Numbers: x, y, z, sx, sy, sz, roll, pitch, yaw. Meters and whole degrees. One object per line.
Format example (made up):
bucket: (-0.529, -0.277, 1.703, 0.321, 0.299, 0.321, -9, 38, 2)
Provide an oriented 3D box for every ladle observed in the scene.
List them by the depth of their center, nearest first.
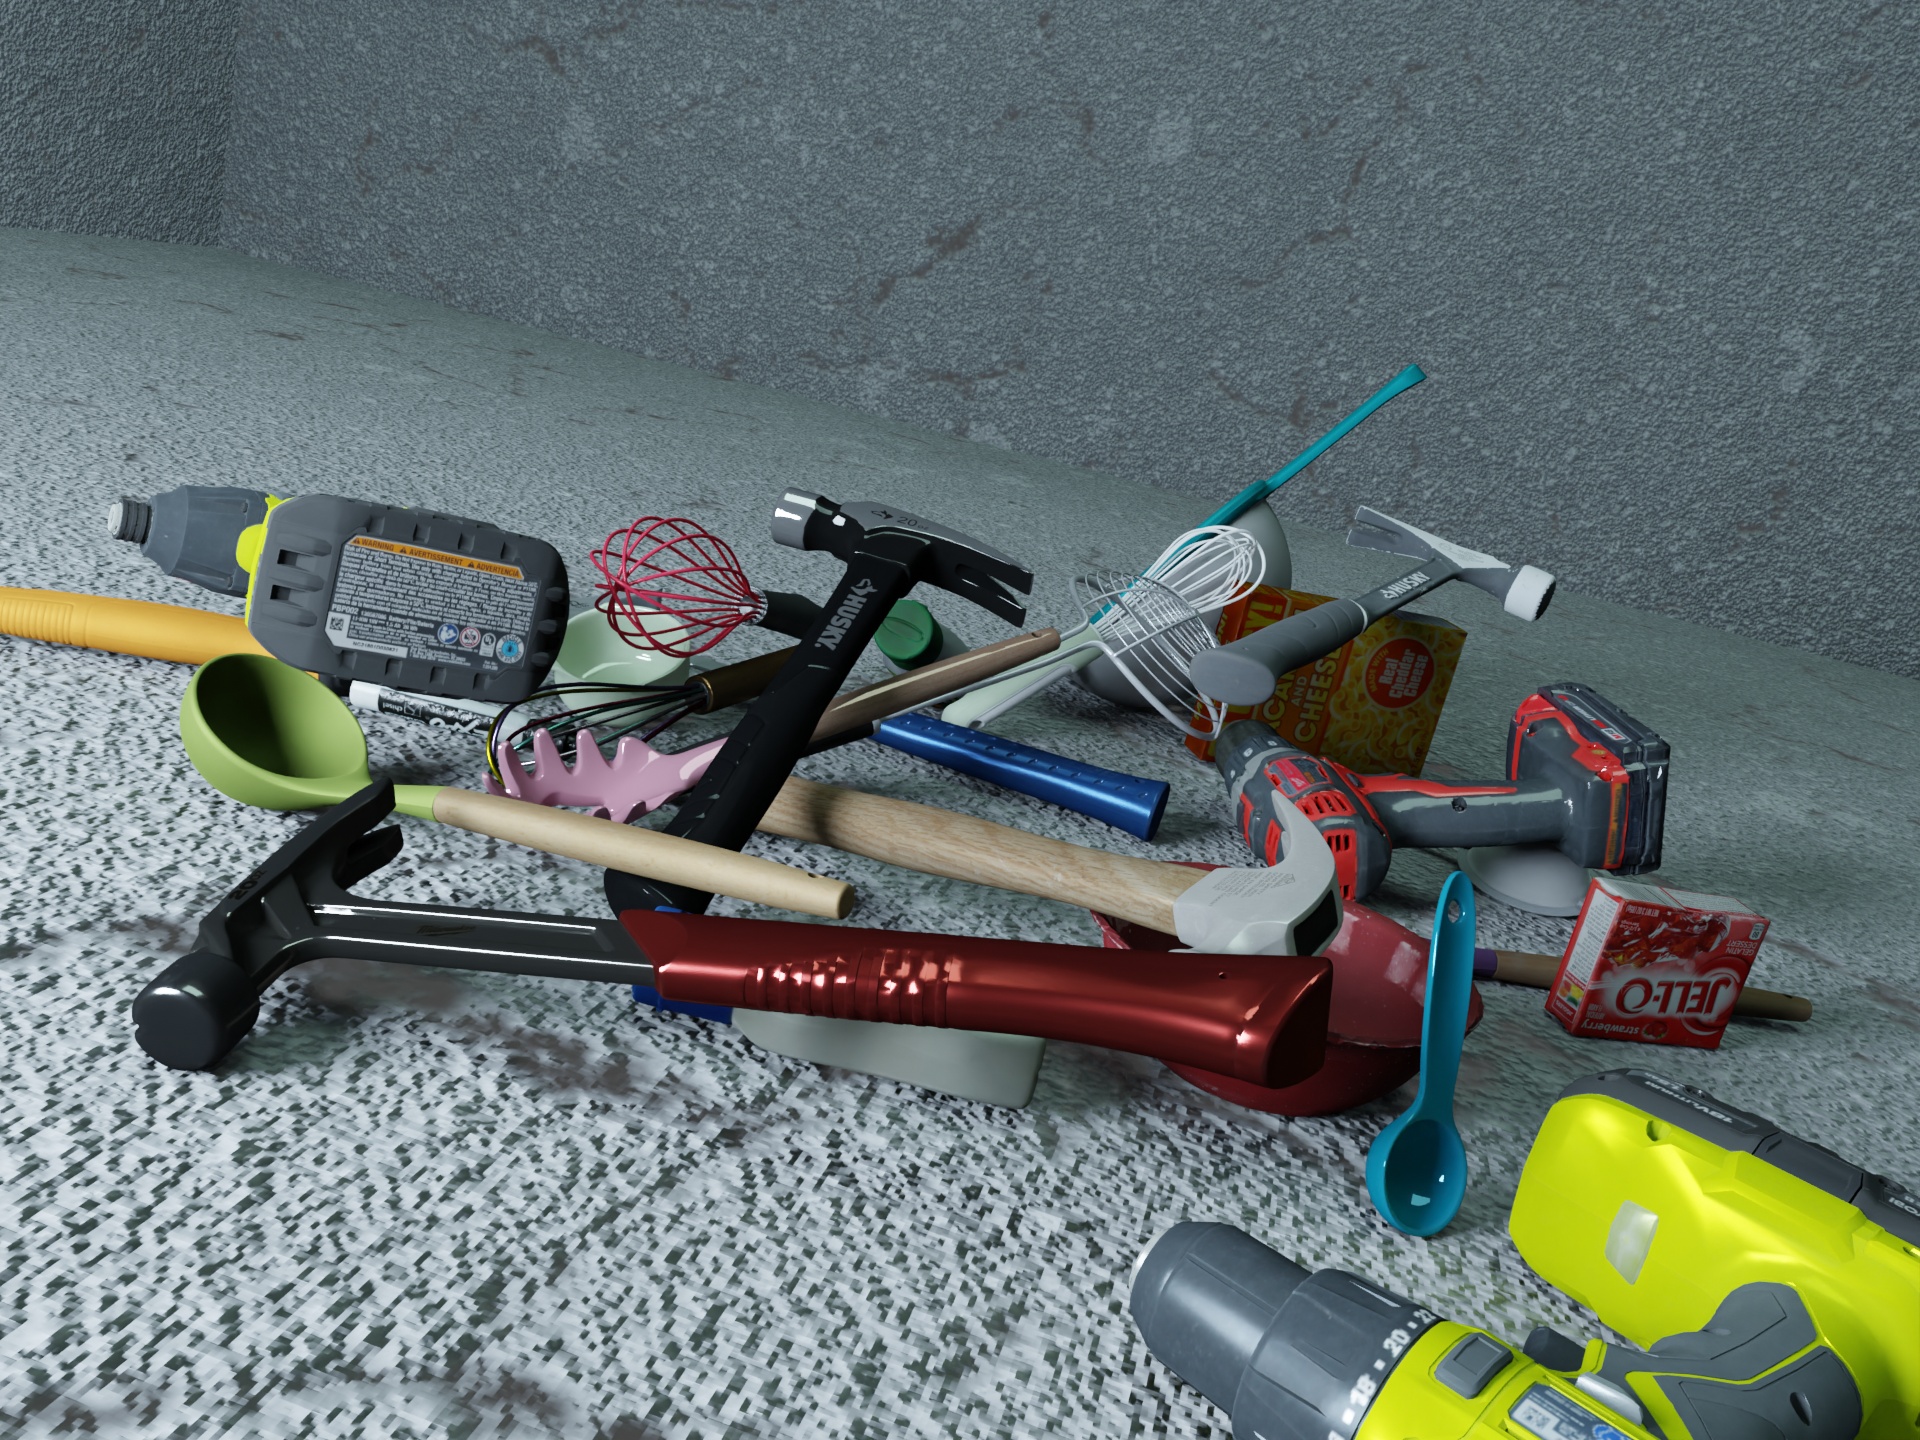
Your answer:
ladle: (-0.181, 0.026, 0.623, 0.320, 0.062, 0.078, 10, 8, 25)

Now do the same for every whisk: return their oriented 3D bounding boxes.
whisk: (-0.150, -0.004, 0.826, 0.047, 0.051, 0.245, 43, 32, 16)
whisk: (-0.127, -0.067, 0.902, 0.073, 0.073, 0.295, 17, 3, 14)
whisk: (0.093, -0.056, 1.026, 0.246, 0.057, 0.059, -32, 66, -12)

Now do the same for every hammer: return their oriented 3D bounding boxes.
hammer: (-0.064, 0.074, 0.515, 0.359, 0.036, 0.149, 3, 24, 9)
hammer: (0.010, 0.054, 0.665, 0.130, 0.031, 0.331, -28, 25, -38)
hammer: (-0.070, -0.010, 0.737, 0.146, 0.035, 0.335, 17, 37, 7)
hammer: (-0.472, -0.056, 0.798, 0.336, 0.034, 0.127, 9, 17, -16)
hammer: (-0.071, -0.009, 0.958, 0.405, 0.035, 0.144, 18, 16, 16)
hammer: (0.252, -0.073, 1.016, 0.149, 0.036, 0.409, 29, 29, 26)

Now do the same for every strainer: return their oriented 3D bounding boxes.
strainer: (0.295, 0.065, 1.001, 0.259, 0.050, 0.087, 21, 31, 37)
strainer: (0.218, -0.114, 1.155, 0.095, 0.340, 0.211, 51, 14, 3)

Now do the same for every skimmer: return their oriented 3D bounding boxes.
skimmer: (-0.001, -0.003, 0.882, 0.363, 0.090, 0.127, -18, 60, -25)

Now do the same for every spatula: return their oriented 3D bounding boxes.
spatula: (0.293, 0.127, 0.814, 0.316, 0.018, 0.060, 10, 15, -10)

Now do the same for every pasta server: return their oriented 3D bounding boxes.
pasta server: (-0.076, -0.002, 0.774, 0.316, 0.040, 0.060, -20, 47, -30)

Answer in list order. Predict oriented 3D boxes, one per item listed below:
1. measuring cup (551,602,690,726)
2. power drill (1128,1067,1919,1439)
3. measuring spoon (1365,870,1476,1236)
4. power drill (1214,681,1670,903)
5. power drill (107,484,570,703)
measuring cup: (-0.232, -0.020, 0.877, 0.167, 0.038, 0.083, -11, 42, -17)
power drill: (0.176, 0.175, 0.446, 0.191, 0.080, 0.228, 26, 22, 37)
measuring spoon: (0.165, 0.117, 0.569, 0.042, 0.129, 0.021, 18, -14, -29)
power drill: (0.265, 0.036, 0.922, 0.226, 0.080, 0.188, -7, 21, -5)
power drill: (-0.301, -0.071, 0.769, 0.171, 0.080, 0.223, 10, 5, -39)
